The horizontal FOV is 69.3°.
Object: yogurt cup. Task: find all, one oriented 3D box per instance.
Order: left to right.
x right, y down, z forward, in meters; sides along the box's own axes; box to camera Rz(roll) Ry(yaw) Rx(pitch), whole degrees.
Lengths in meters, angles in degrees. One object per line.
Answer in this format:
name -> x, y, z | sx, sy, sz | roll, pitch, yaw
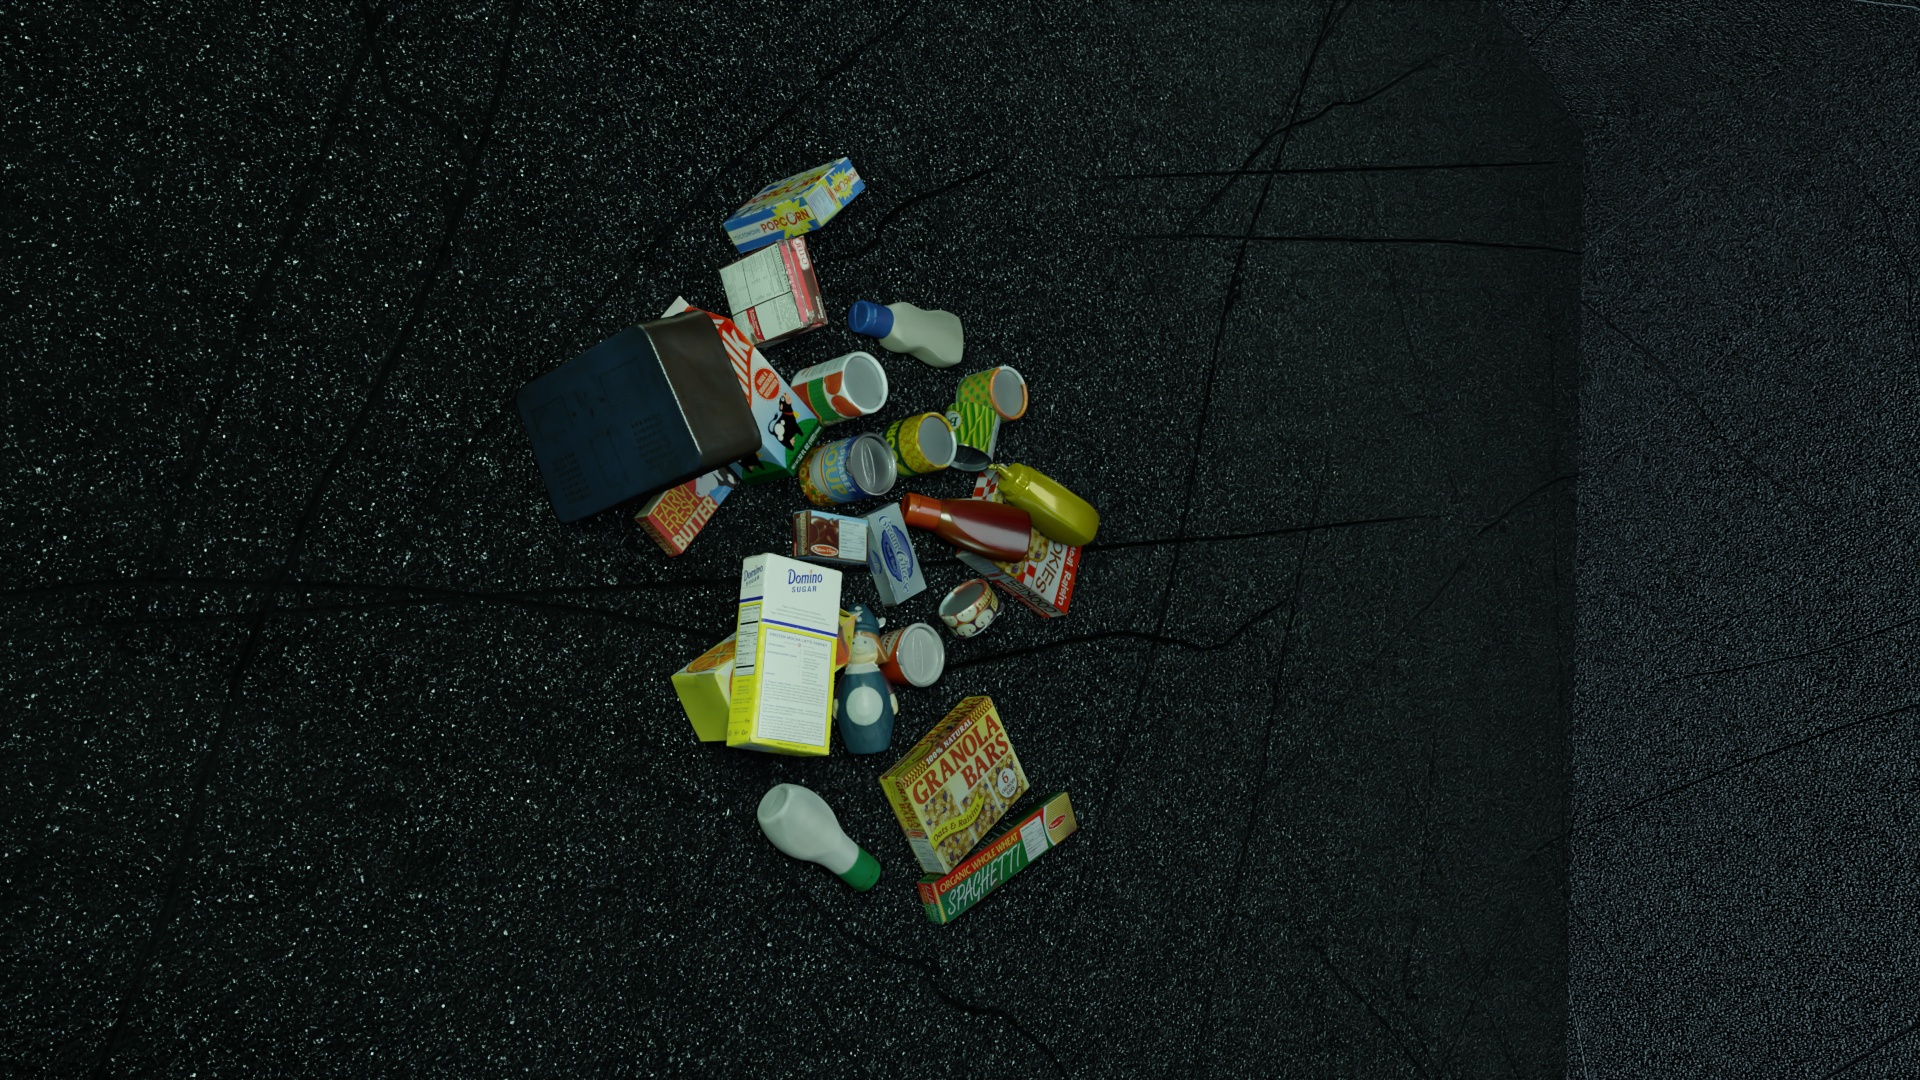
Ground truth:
yogurt cup -> -0.059, 0.125, 1.494 | 0.072, 0.054, 0.072 | 11, 74, -45

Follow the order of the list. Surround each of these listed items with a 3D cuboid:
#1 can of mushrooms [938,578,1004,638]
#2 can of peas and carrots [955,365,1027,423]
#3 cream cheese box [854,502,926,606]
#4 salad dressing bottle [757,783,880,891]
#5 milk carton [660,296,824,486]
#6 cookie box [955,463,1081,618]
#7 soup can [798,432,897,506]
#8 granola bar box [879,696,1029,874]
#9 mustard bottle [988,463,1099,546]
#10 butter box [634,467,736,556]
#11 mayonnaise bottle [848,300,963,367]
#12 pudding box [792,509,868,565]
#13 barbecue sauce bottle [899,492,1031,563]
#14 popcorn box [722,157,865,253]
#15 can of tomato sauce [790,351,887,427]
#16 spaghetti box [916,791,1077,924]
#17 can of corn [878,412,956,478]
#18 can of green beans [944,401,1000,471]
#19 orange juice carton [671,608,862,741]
can of mushrooms -> 0.012, 0.076, 1.567 | 0.033, 0.071, 0.071 | 54, 48, -23
can of peas and carrots -> 0.038, -0.168, 1.652 | 0.071, 0.058, 0.071 | 11, 74, -45
cream cheese box -> -0.077, 0.014, 1.519 | 0.053, 0.024, 0.103 | -28, 103, -47
salad dressing bottle -> -0.138, 0.299, 1.383 | 0.147, 0.044, 0.064 | 47, 50, -31
milk carton -> -0.229, -0.146, 1.355 | 0.190, 0.073, 0.073 | 50, 50, -27
cookie box -> 0.077, 0.002, 1.672 | 0.167, 0.040, 0.123 | 36, 57, -36
soup can -> -0.120, -0.073, 1.447 | 0.071, 0.083, 0.071 | 12, 73, -45
granola bar box -> -0.004, 0.268, 1.533 | 0.166, 0.039, 0.124 | -38, 110, -44
mustard bottle -> 0.092, -0.049, 1.626 | 0.160, 0.065, 0.049 | 36, 61, -31
butter box -> -0.263, -0.038, 1.332 | 0.053, 0.024, 0.104 | 51, 49, -26
mayonnaise bottle -> -0.061, -0.239, 1.577 | 0.148, 0.041, 0.065 | 8, 75, -44
pudding box -> -0.136, -0.002, 1.456 | 0.084, 0.030, 0.050 | 9, 77, -45
barbecue sauce bottle -> 0.006, -0.020, 1.564 | 0.148, 0.043, 0.065 | 14, 62, -20
popcorn box -> -0.171, -0.341, 1.416 | 0.085, 0.126, 0.038 | -52, 124, -39
can of tomato sauce -> -0.126, -0.156, 1.458 | 0.071, 0.083, 0.071 | 12, 74, -45
spaghetti box -> 0.045, 0.356, 1.575 | 0.251, 0.028, 0.050 | -23, 99, -47
can of corn -> -0.048, -0.107, 1.549 | 0.071, 0.058, 0.071 | 12, 73, -45
can of green beans -> 0.009, -0.120, 1.607 | 0.071, 0.071, 0.058 | 32, 60, -39
orange juice carton -> -0.180, 0.115, 1.354 | 0.194, 0.071, 0.073 | -36, 109, -44
